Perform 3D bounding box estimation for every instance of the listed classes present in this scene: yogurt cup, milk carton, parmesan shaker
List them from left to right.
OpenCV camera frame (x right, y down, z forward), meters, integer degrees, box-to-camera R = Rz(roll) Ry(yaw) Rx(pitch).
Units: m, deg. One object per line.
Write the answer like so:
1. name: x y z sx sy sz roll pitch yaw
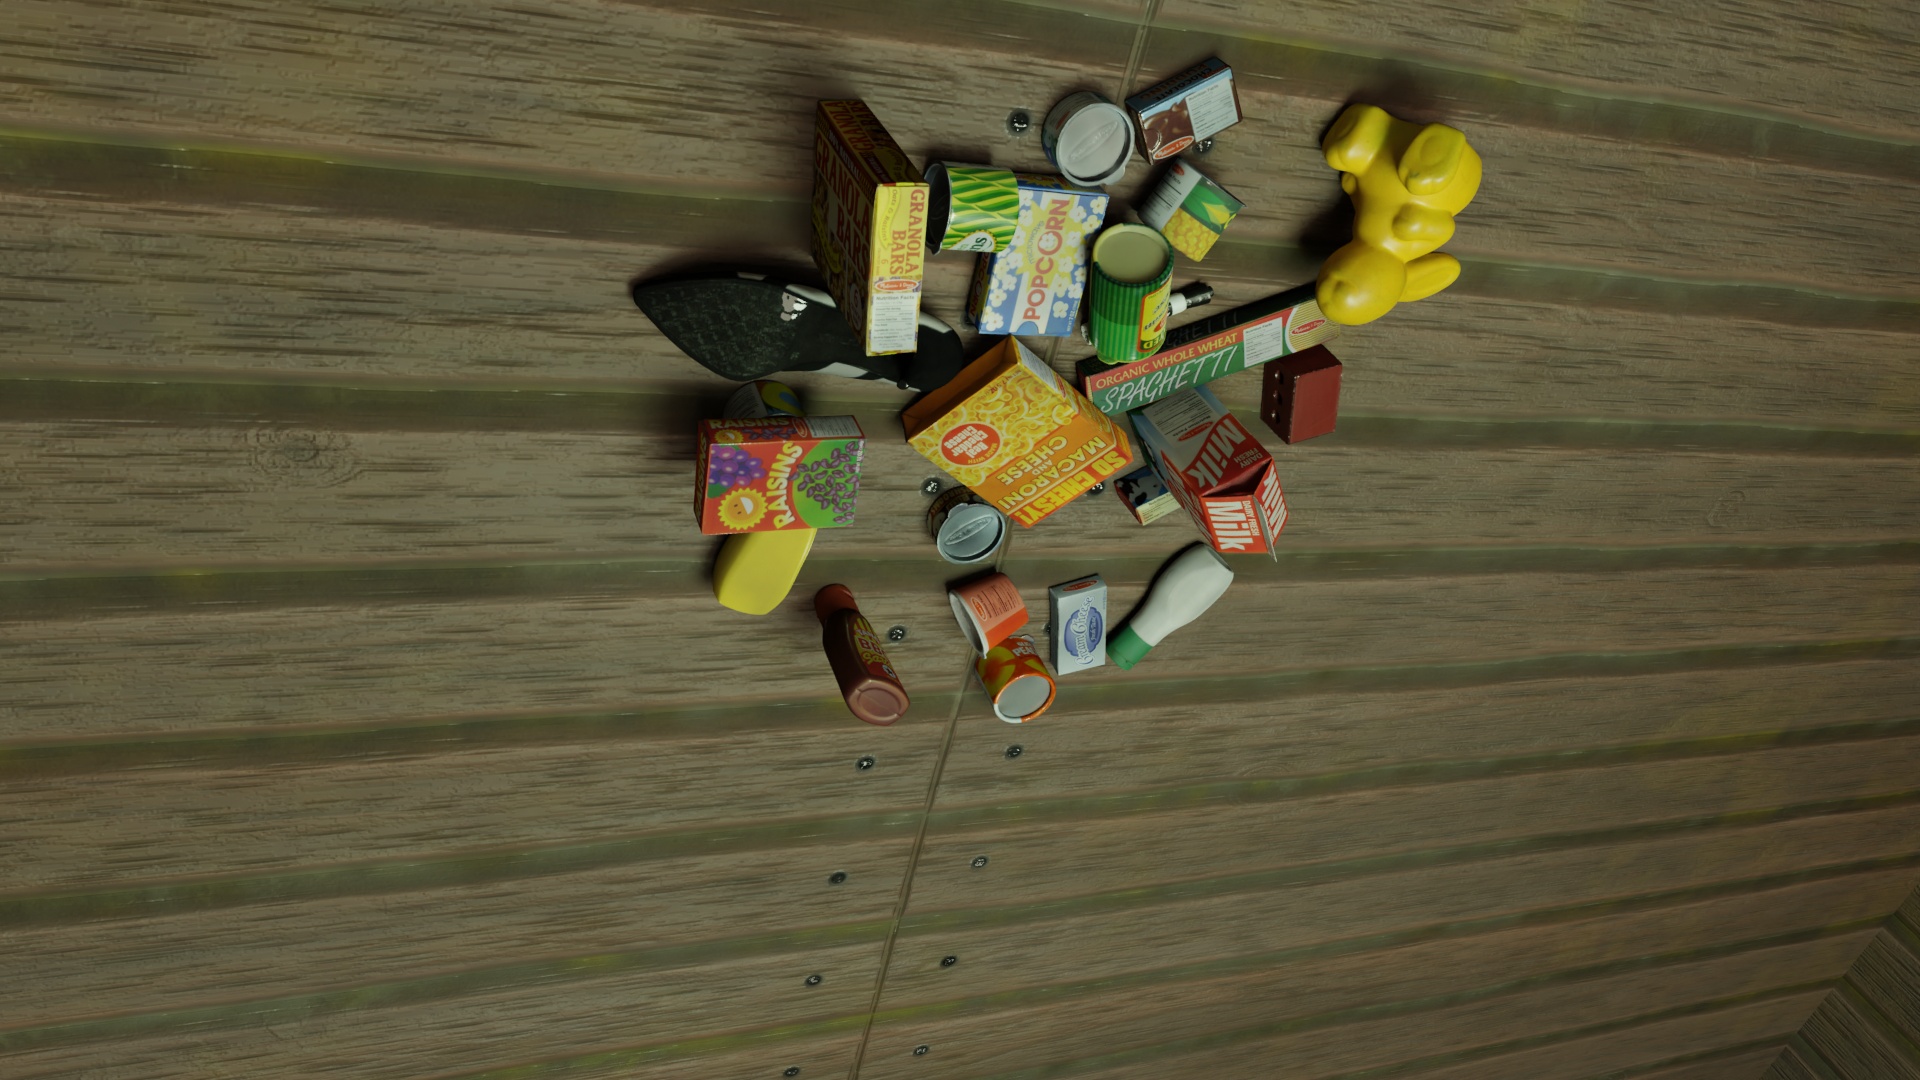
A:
1. yogurt cup: 0.028 0.065 1.306 0.054 0.072 0.072 -28 131 -13
2. parmesan shaker: 0.137 -0.199 1.130 0.071 0.071 0.102 -22 154 -7
3. milk carton: 0.223 -0.060 1.214 0.073 0.191 0.072 -28 130 -1

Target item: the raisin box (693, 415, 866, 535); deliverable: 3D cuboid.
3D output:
1. raisin box: -0.142 -0.052 1.082 0.124 0.040 0.085 -4 127 -22

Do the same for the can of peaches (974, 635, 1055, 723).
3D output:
1. can of peaches: 0.055 0.136 1.372 0.071 0.058 0.071 -12 128 -15

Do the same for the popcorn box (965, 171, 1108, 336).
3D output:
1. popcorn box: 0.060 -0.230 1.118 0.085 0.038 0.126 -2 125 -24

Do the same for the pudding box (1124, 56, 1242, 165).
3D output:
1. pudding box: 0.176 -0.338 1.094 0.084 0.030 0.049 -28 132 -3

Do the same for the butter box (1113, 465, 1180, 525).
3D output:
1. butter box: 0.201 -0.056 1.298 0.103 0.053 0.024 -26 128 -5

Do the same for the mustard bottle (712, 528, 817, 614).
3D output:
1. mustard bottle: -0.153 -0.011 1.179 0.065 0.049 0.159 19 114 -33

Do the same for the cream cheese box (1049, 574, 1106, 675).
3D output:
1. cream cheese box: 0.117 0.085 1.384 0.053 0.024 0.103 -13 128 -13

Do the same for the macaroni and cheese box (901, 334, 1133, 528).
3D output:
1. macaroni and cheese box: 0.051 -0.090 1.195 0.123 0.040 0.166 -33 135 25

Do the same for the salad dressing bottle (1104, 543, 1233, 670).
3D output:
1. salad dressing bottle: 0.208 0.069 1.400 0.147 0.044 0.064 -46 131 14

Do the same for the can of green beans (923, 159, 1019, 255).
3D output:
1. can of green beans: 0.006 -0.254 1.058 0.058 0.071 0.071 -1 125 -23

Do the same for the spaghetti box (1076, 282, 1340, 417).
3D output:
1. spaghetti box: 0.222 -0.170 1.239 0.250 0.029 0.050 -19 130 -10

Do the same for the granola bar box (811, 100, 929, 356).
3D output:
1. granola bar box: -0.068 -0.224 0.983 0.039 0.166 0.123 -6 127 -18

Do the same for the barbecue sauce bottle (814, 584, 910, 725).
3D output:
1. barbecue sauce bottle: -0.093 0.096 1.218 0.043 0.149 0.064 -43 129 10

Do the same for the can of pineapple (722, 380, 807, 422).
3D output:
1. can of pineapple: -0.152 -0.086 1.118 0.071 0.058 0.070 -12 128 -15

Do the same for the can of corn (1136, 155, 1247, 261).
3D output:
1. can of corn: 0.188 -0.267 1.127 0.071 0.071 0.058 24 113 -35

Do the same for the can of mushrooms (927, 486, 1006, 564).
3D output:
1. can of mushrooms: 0.004 -0.016 1.255 0.071 0.033 0.070 -12 128 -15

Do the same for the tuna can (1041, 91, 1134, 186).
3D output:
1. tuna can: 0.100 -0.311 1.080 0.071 0.033 0.070 -12 128 -15
